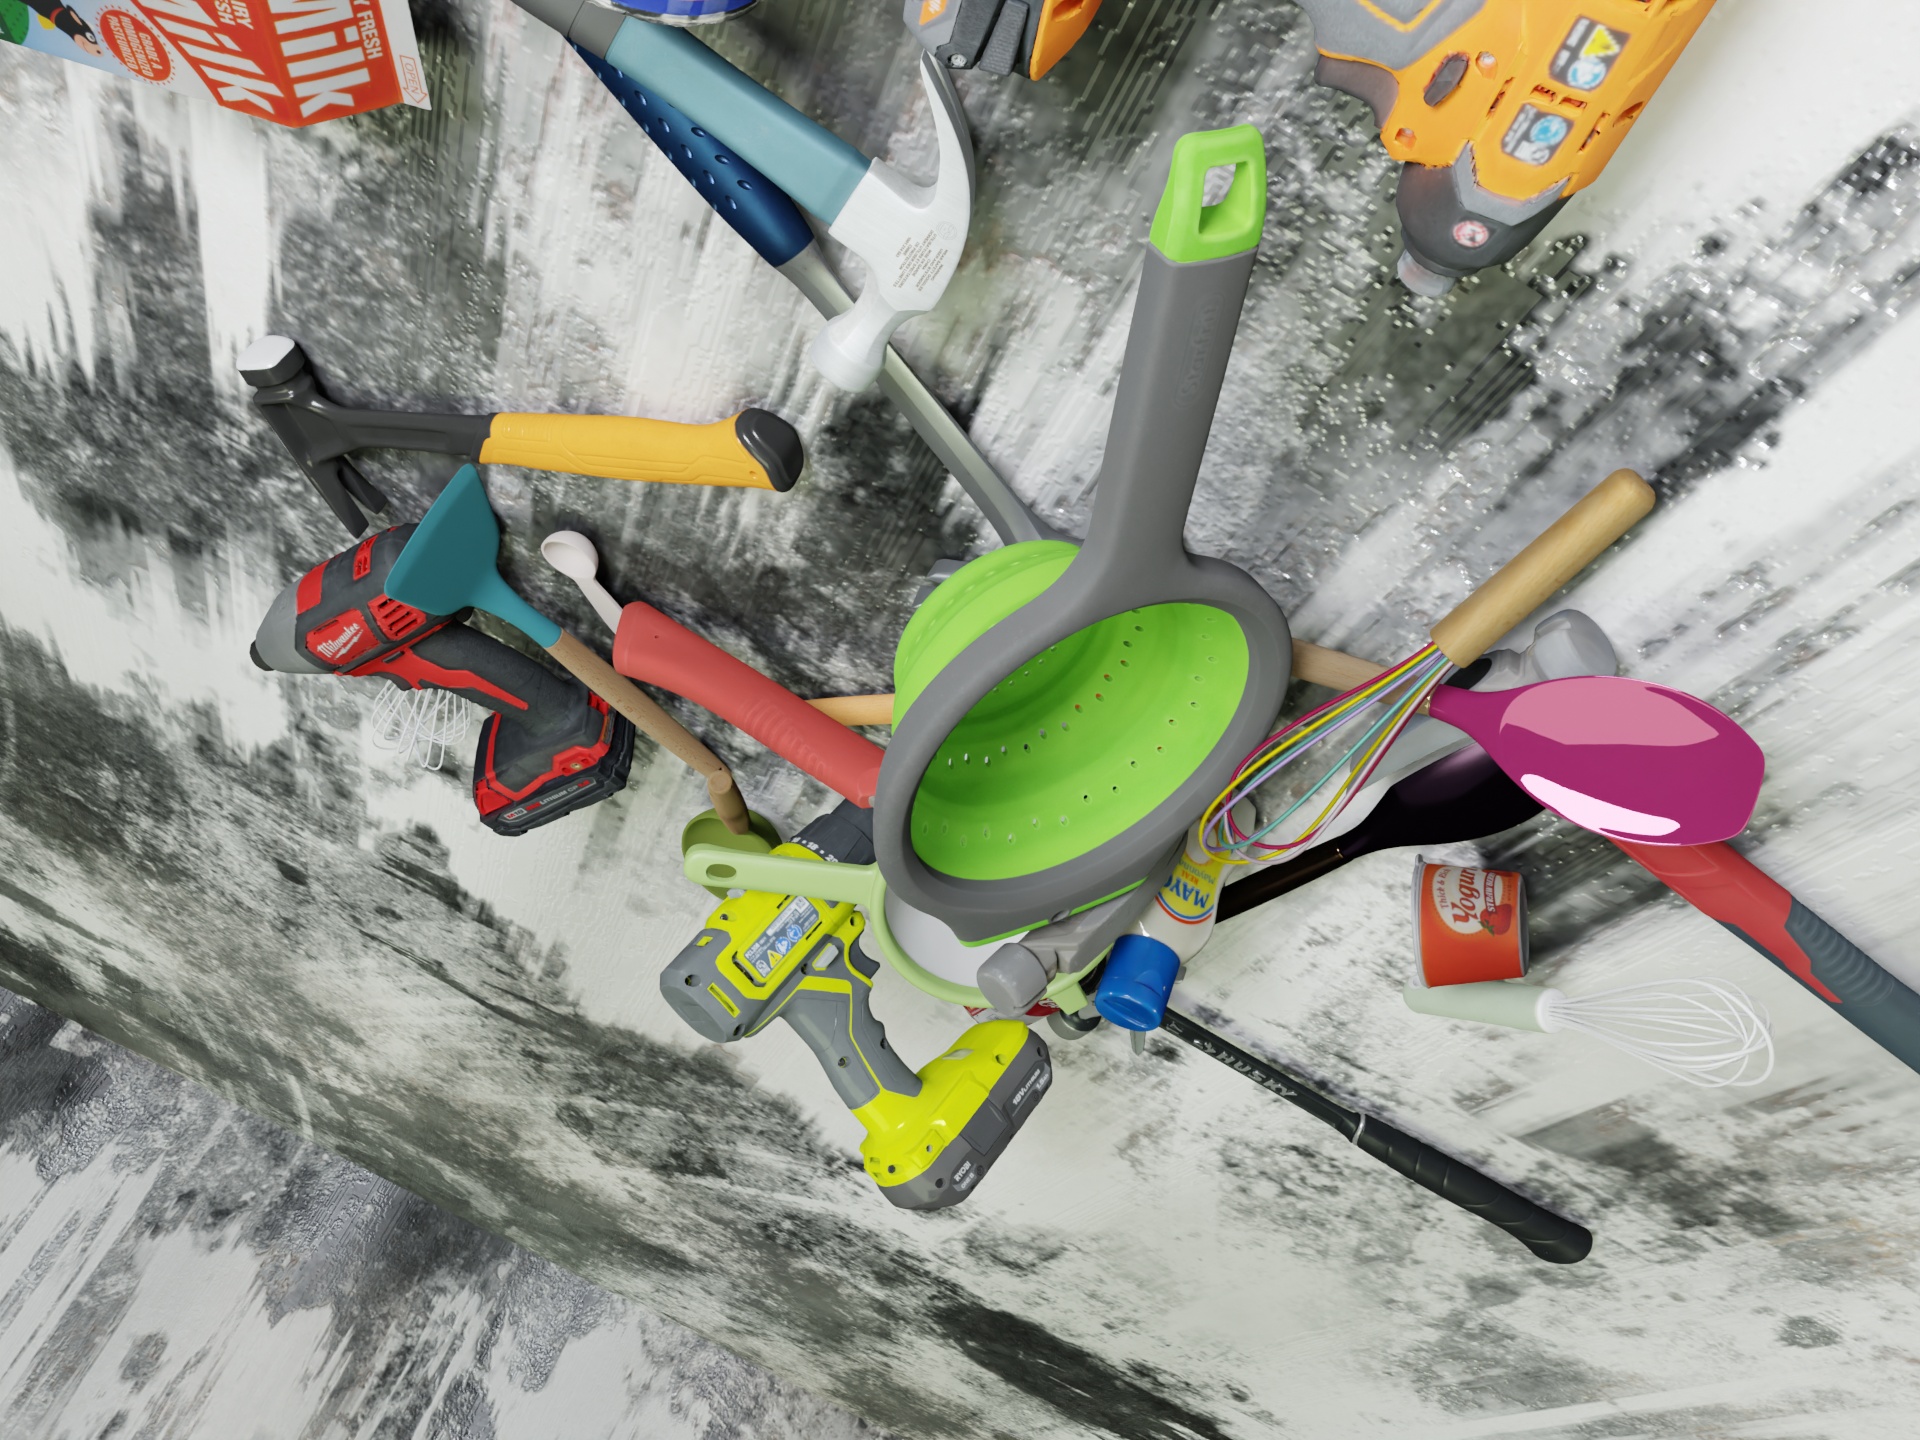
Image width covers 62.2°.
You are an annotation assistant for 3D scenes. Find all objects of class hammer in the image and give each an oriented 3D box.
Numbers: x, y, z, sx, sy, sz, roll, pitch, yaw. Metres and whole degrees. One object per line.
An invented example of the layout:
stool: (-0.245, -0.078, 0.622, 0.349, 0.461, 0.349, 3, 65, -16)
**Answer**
hammer: (0.263, 0.271, 1.099, 0.409, 0.036, 0.149, 30, 145, -8)
hammer: (-0.070, -0.191, 0.686, 0.144, 0.035, 0.405, -13, 131, 42)
hammer: (-0.232, -0.144, 0.856, 0.337, 0.034, 0.127, 8, 142, 24)
hammer: (-0.136, -0.261, 0.581, 0.330, 0.033, 0.128, 32, 123, -17)
hammer: (-0.055, 0.018, 0.874, 0.359, 0.149, 0.036, 31, 144, 29)
hammer: (0.370, 0.094, 0.777, 0.386, 0.038, 0.143, 35, 138, -15)

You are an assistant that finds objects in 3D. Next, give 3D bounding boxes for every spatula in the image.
spatula: (0.194, 0.080, 0.873, 0.059, 0.018, 0.316, 38, 137, -19)
spatula: (-0.222, -0.033, 0.950, 0.044, 0.082, 0.317, 17, 161, 37)
spatula: (-0.001, -0.003, 0.892, 0.323, 0.041, 0.081, -2, 130, 37)

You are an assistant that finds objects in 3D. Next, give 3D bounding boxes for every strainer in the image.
strainer: (-0.031, 0.085, 0.935, 0.256, 0.069, 0.151, 7, 117, -7)

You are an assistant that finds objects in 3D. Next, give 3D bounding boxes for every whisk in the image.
whisk: (0.193, -0.015, 0.679, 0.047, 0.051, 0.245, 43, 117, -3)
whisk: (0.324, 0.157, 0.851, 0.059, 0.058, 0.246, 65, 156, -8)
whisk: (-0.334, -0.050, 1.033, 0.070, 0.070, 0.284, 31, 141, -8)

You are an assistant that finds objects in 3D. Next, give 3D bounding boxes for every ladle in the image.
ladle: (-0.145, 0.070, 0.978, 0.078, 0.062, 0.320, 36, 169, 2)

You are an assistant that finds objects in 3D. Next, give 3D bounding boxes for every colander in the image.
colander: (0.045, -0.067, 0.646, 0.095, 0.204, 0.396, 56, 153, 35)

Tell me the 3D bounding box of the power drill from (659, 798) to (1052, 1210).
power drill: (-0.050, 0.170, 0.990, 0.228, 0.190, 0.080, 50, 150, -13)

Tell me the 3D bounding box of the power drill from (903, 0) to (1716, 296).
power drill: (0.103, -0.224, 0.495, 0.226, 0.084, 0.164, 21, 148, 1)

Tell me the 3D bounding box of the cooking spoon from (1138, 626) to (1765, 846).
cooking spoon: (0.189, -0.017, 0.714, 0.319, 0.017, 0.068, 20, 112, 30)

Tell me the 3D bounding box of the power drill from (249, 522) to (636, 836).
power drill: (-0.314, -0.022, 0.972, 0.143, 0.079, 0.219, -22, 138, 22)

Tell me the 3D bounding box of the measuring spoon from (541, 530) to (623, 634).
measuring spoon: (-0.210, -0.074, 0.959, 0.034, 0.018, 0.124, 6, 148, 26)
